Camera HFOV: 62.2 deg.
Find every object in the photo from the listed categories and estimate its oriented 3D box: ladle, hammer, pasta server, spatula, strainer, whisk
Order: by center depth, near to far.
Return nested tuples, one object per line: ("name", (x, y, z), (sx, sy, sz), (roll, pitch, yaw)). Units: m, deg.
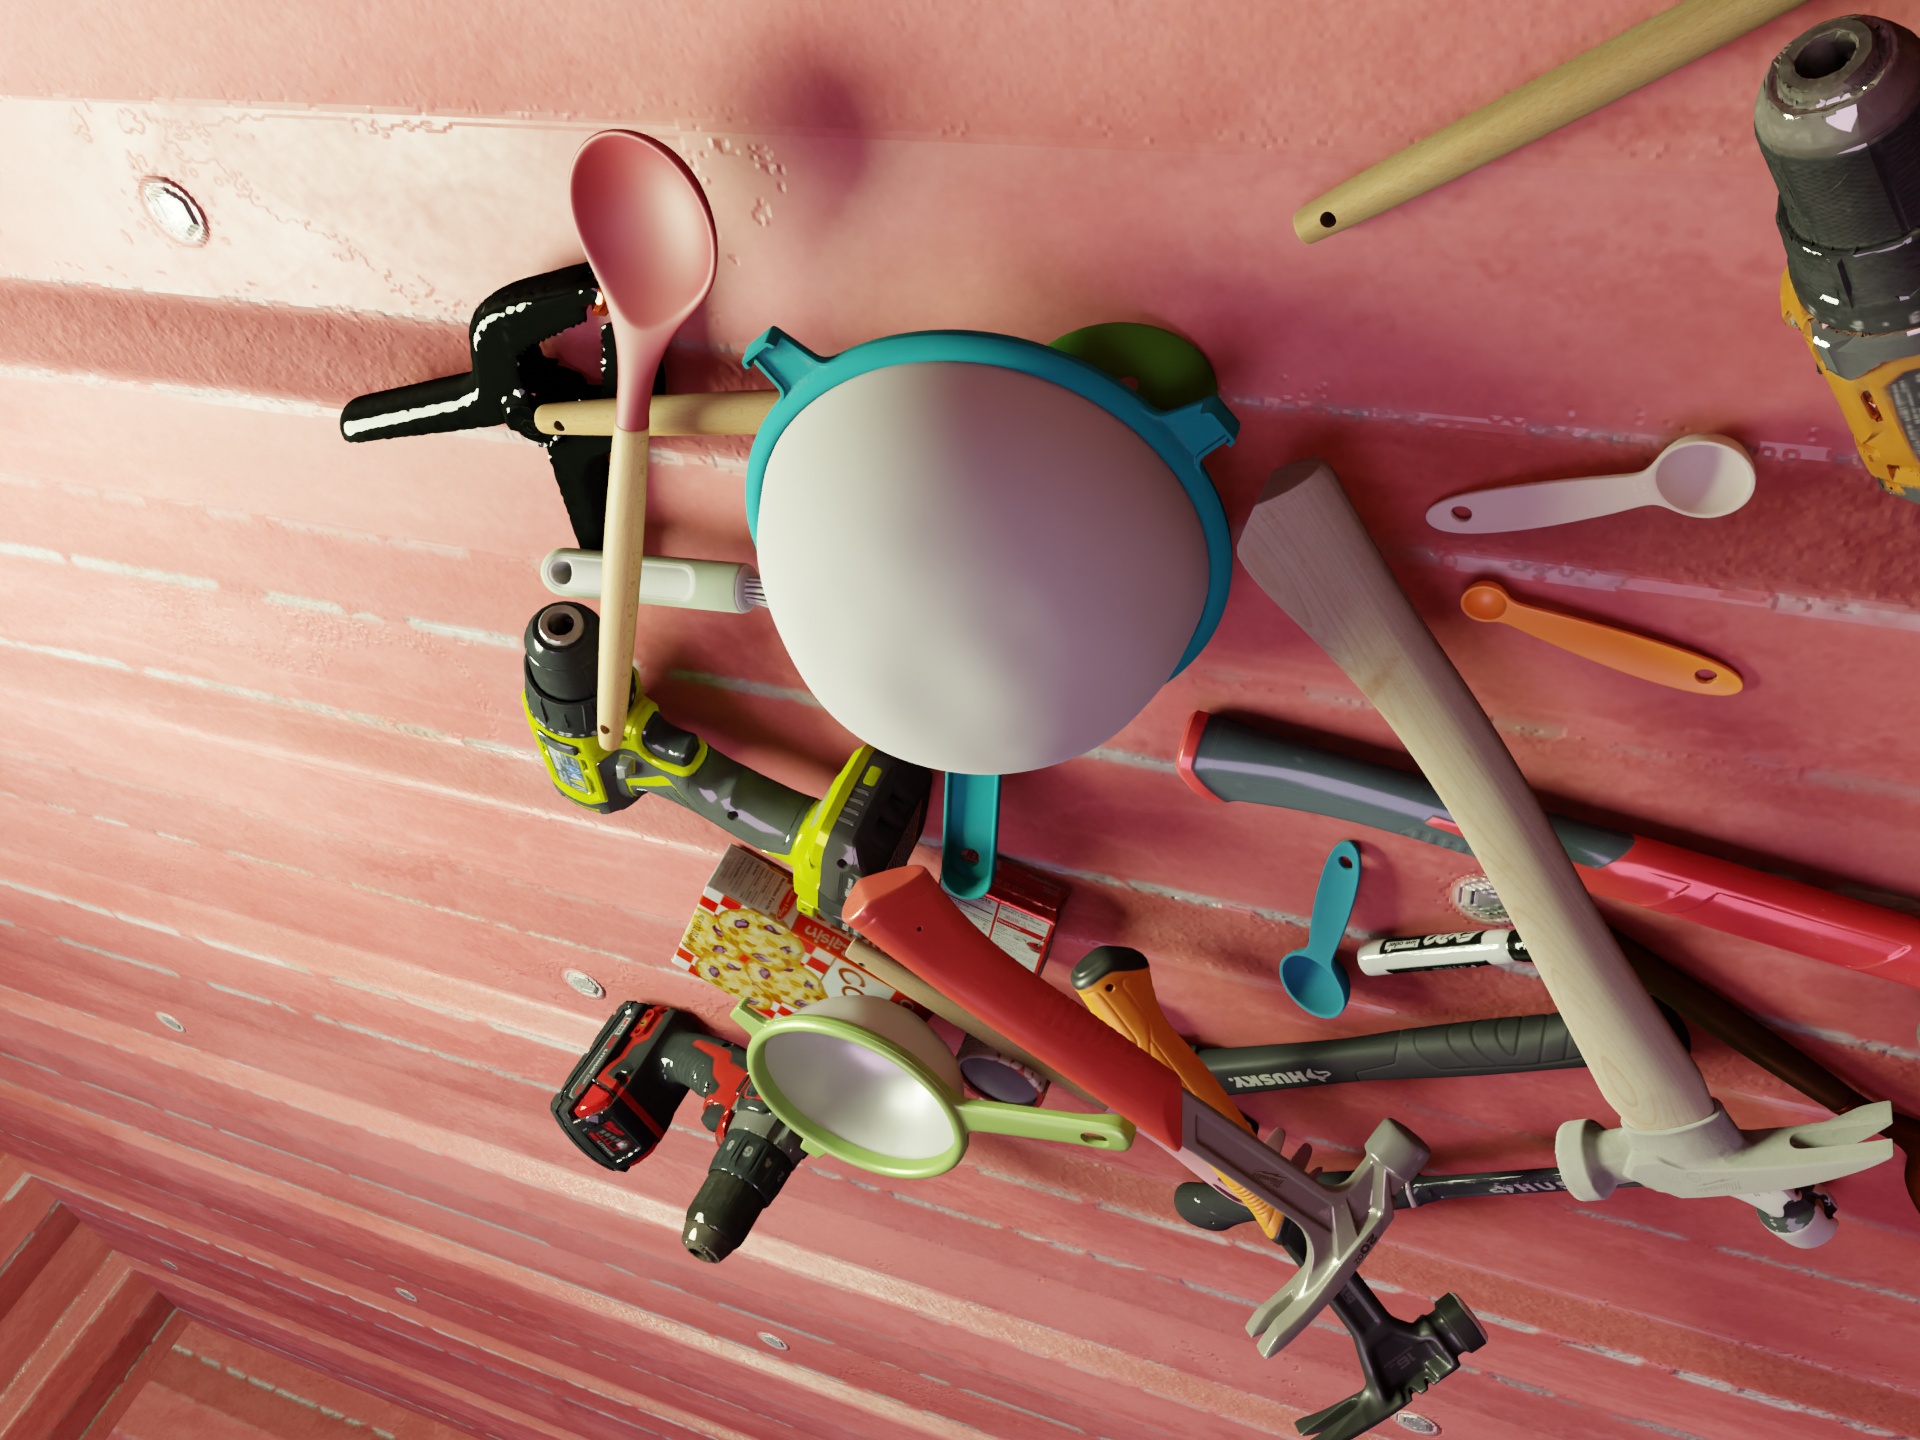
("ladle", (0.224, -0.201, 0.447), (0.320, 0.062, 0.078), (-17, 115, 45))
("hammer", (0.249, 0.058, 0.678), (0.146, 0.038, 0.410), (-21, 116, 38))
("strainer", (-0.001, -0.002, 0.697), (0.211, 0.095, 0.340), (11, 137, 8))
("hammer", (0.287, 0.052, 0.706), (0.386, 0.038, 0.143), (17, 139, 14))
("ladle", (-0.147, -0.108, 0.708), (0.069, 0.031, 0.315), (24, 129, 13))
("spatula", (0.408, 0.178, 0.773), (0.322, 0.041, 0.081), (33, 142, -5))
("whisk", (-0.098, -0.064, 0.782), (0.246, 0.059, 0.058), (7, 97, 18))
("hammer", (0.082, 0.197, 0.845), (0.359, 0.149, 0.037), (36, -177, -16))
("hammer", (0.238, 0.194, 0.898), (0.335, 0.035, 0.146), (-18, 123, 42))
("hammer", (0.165, 0.270, 0.917), (0.336, 0.127, 0.034), (53, -179, -11))
("hammer", (0.283, 0.279, 0.954), (0.149, 0.036, 0.409), (34, 145, -26))
("pasta server", (0.071, 0.213, 0.973), (0.316, 0.040, 0.060), (29, 141, 6))
("strainer", (-0.007, 0.218, 0.980), (0.256, 0.069, 0.151), (1, 130, 27))

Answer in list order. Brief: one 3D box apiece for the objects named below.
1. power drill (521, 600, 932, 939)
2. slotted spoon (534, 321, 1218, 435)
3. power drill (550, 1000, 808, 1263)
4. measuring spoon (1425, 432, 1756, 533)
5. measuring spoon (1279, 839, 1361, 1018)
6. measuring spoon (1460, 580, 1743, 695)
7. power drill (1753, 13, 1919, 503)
("power drill", (-0.135, 0.024, 0.875), (0.228, 0.080, 0.190), (24, 156, 6))
("slotted spoon", (-0.048, -0.131, 0.681), (0.314, 0.031, 0.070), (3, 131, 21))
("power drill", (-0.192, 0.289, 1.144), (0.227, 0.188, 0.080), (-4, 131, 40))
("measuring spoon", (0.236, -0.089, 0.603), (0.124, 0.018, 0.034), (-4, 132, 43))
("measuring spoon", (0.199, 0.107, 0.841), (0.042, 0.021, 0.128), (33, 138, 31))
("measuring spoon", (0.262, -0.034, 0.650), (0.117, 0.011, 0.021), (19, 142, 5))
("power drill", (0.330, -0.138, 0.400), (0.226, 0.084, 0.185), (-10, 150, 40))
